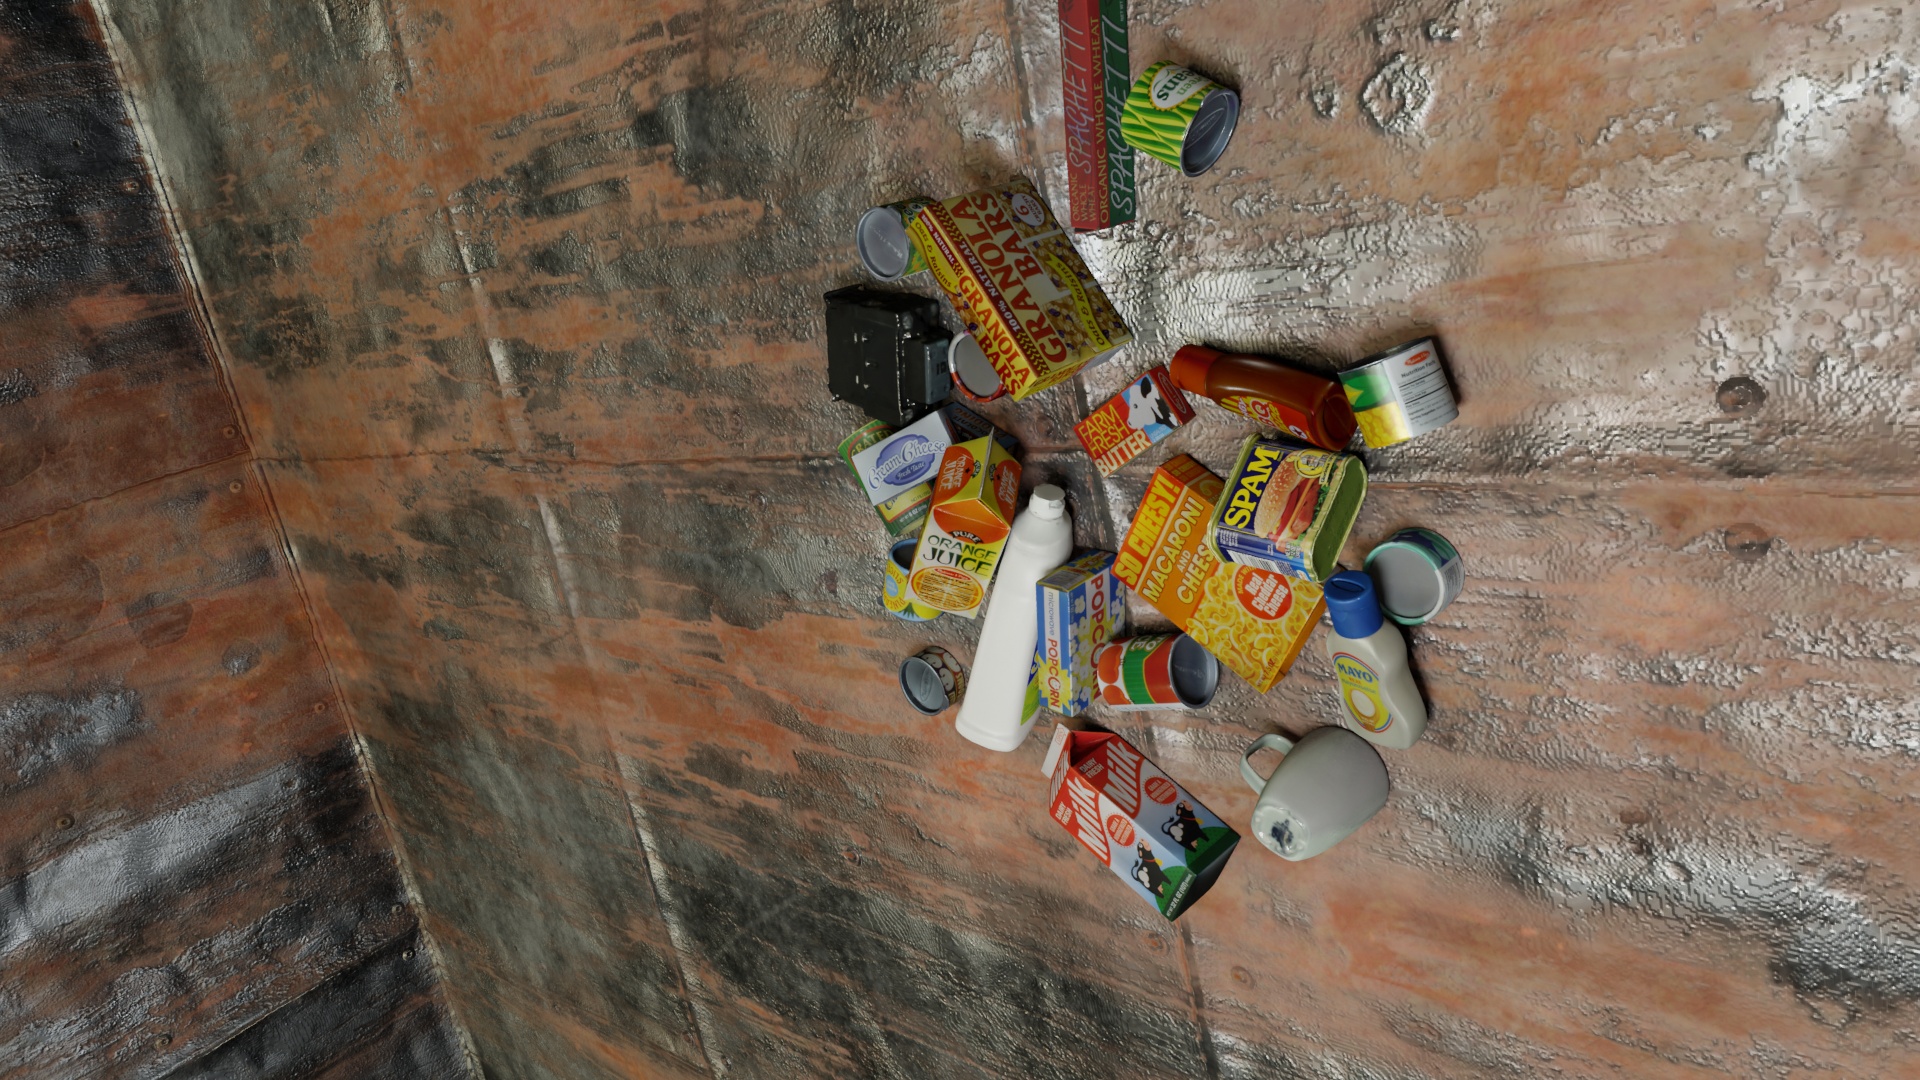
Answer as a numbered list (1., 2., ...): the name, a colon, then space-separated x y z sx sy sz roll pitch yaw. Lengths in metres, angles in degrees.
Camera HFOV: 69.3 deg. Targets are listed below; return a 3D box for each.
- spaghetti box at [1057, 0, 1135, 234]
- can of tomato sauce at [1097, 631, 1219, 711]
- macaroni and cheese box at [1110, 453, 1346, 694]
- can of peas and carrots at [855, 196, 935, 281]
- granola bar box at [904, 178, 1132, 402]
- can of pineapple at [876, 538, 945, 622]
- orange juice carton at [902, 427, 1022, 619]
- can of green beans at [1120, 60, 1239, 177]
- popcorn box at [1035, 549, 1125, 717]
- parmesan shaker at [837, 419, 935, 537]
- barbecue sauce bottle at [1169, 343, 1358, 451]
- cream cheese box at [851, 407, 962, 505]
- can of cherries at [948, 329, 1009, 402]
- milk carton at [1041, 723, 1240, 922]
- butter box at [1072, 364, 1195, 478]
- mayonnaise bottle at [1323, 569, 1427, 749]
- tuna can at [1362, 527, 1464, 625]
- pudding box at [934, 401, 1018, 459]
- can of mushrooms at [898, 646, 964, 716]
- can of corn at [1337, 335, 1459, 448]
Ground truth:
1. spaghetti box: 0.101 -0.359 1.045 0.029 0.050 0.249 15 119 41
2. can of tomato sauce: 0.169 0.111 1.198 0.083 0.071 0.071 -11 102 48
3. macaroni and cheese box: 0.214 0.026 1.131 0.167 0.040 0.123 40 133 23
4. can of peas and carrots: -0.049 -0.270 1.232 0.071 0.059 0.070 21 123 36
5. granola bar box: 0.049 -0.205 1.117 0.165 0.125 0.039 58 139 6
6. can of pineapple: -0.043 0.039 1.371 0.071 0.071 0.057 32 129 30
7. orange juice carton: 0.004 -0.016 1.248 0.073 0.072 0.191 15 142 -3
8. can of green beans: 0.158 -0.305 1.003 0.058 0.071 0.071 37 132 27
9. popcorn box: 0.107 0.081 1.229 0.038 0.085 0.126 16 120 37
10. parmesan shaker: -0.062 -0.064 1.344 0.071 0.071 0.103 -38 82 48
11. barbecue sauce bottle: 0.223 -0.113 1.040 0.149 0.044 0.064 28 171 44
12. cream cheese box: -0.047 -0.076 1.281 0.103 0.024 0.053 -26 88 27
13. can of cherries: 0.034 -0.157 1.205 0.071 0.058 0.071 22 124 37
14. milk carton: 0.152 0.249 1.277 0.191 0.074 0.072 38 132 26
15. butter box: 0.142 -0.097 1.152 0.103 0.024 0.053 -36 83 48
16. mayonnaise bottle: 0.304 0.089 1.036 0.065 0.041 0.147 19 143 49
17. tuna can: 0.329 0.025 1.020 0.071 0.033 0.070 21 123 36
18. pudding box: 0.011 -0.086 1.284 0.084 0.030 0.049 35 131 29
19. can of mushrooms: -0.028 0.146 1.436 0.071 0.033 0.070 21 123 37
20. can of corn: 0.302 -0.102 0.961 0.071 0.071 0.058 -17 97 48
